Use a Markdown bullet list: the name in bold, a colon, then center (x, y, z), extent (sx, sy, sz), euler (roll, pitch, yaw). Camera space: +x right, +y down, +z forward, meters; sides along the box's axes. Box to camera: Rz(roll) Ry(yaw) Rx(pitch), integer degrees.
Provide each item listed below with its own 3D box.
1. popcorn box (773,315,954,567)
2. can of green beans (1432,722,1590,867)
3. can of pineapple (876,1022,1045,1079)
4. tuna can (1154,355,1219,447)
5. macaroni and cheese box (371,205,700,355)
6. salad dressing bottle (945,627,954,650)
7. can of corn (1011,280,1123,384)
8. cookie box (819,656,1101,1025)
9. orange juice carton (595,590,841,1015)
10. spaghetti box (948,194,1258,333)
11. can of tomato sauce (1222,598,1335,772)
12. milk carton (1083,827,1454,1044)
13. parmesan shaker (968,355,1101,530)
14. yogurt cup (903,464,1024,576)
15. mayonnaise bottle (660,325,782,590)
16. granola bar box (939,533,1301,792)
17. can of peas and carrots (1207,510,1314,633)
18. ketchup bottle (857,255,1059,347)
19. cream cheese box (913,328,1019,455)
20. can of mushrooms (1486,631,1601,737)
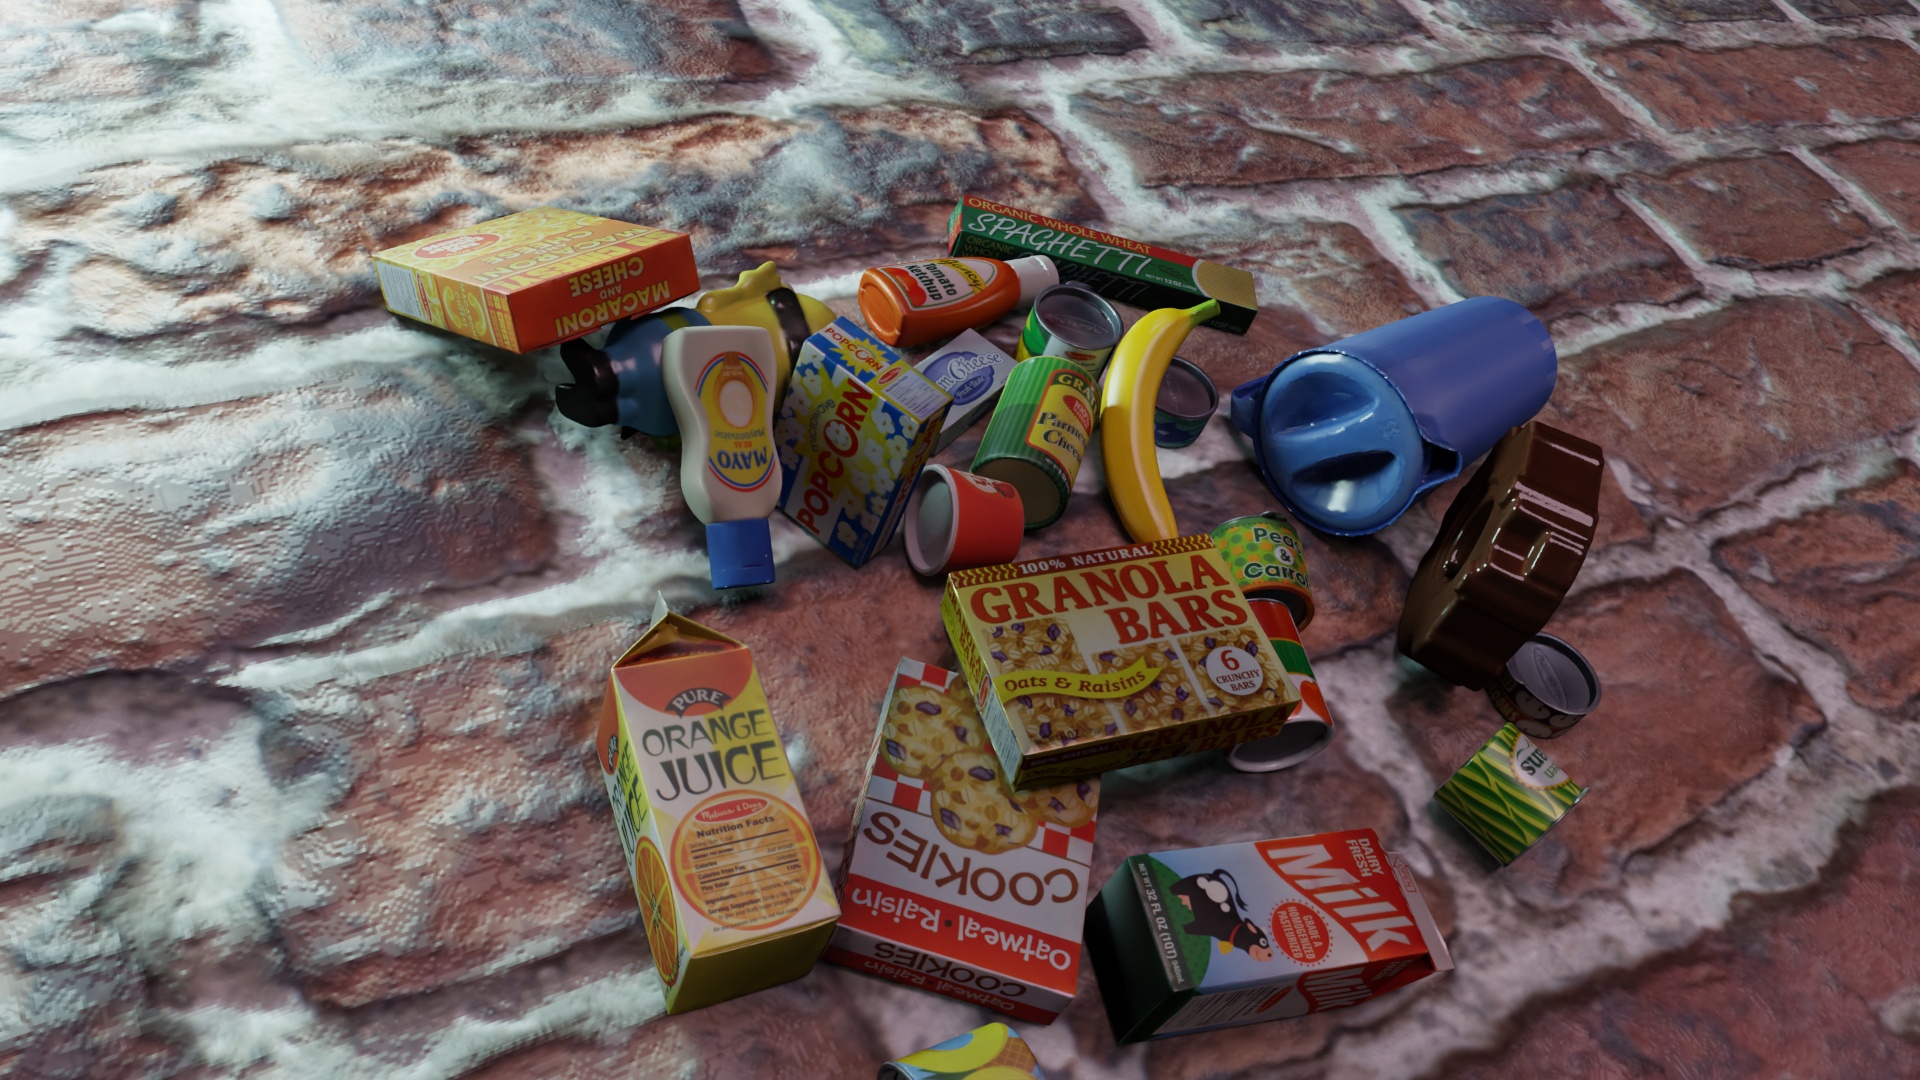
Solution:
- **popcorn box**: center (-0.065, -0.055, 0.817), extent (0.085, 0.126, 0.038), euler (37, 44, 11)
- **can of green beans**: center (0.328, 0.152, 0.834), extent (0.071, 0.071, 0.058), euler (-28, 65, -37)
- **can of pineapple**: center (0.003, 0.256, 0.617), extent (0.058, 0.070, 0.071), euler (-11, 56, -28)
- **tuna can**: center (0.148, -0.101, 1.002), extent (0.071, 0.032, 0.071), euler (11, 48, -12)
- **macaroni and cheese box**: center (-0.257, -0.161, 0.840), extent (0.166, 0.040, 0.124), euler (20, 38, 41)
- **salad dressing bottle**: center (0.064, 0.042, 0.842), extent (0.148, 0.043, 0.064), euler (-5, 55, -23)
- **can of corn**: center (0.075, -0.141, 0.990), extent (0.071, 0.058, 0.071), euler (11, 48, -12)
- **cookie box**: center (0.006, 0.153, 0.727), extent (0.123, 0.040, 0.168), euler (18, 46, -6)
- **orange juice carton**: center (-0.128, 0.120, 0.680), extent (0.073, 0.071, 0.193), euler (-8, 55, -27)
- **spaghetti box**: center (0.113, -0.216, 1.089), extent (0.250, 0.028, 0.050), euler (13, 47, -11)
- **can of tomato sauce**: center (0.177, 0.087, 0.831), extent (0.071, 0.070, 0.083), euler (2, 52, -20)
- **milk carton**: center (0.168, 0.202, 0.724), extent (0.191, 0.073, 0.072), euler (0, 51, -22)
- **parmesan shaker**: center (0.051, -0.062, 0.911), extent (0.071, 0.071, 0.103), euler (23, 47, -2)
- **yogurt cup**: center (0.003, -0.011, 0.850), extent (0.054, 0.072, 0.073), euler (5, 49, -28)
- **mayonnaise bottle**: center (-0.132, -0.047, 0.794), extent (0.065, 0.041, 0.148), euler (-6, 87, -33)
- **granola bar box**: center (0.086, 0.063, 0.770), extent (0.166, 0.038, 0.125), euler (-8, 51, -20)
- **can of peas and carrots**: center (0.190, 0.025, 0.885), extent (0.071, 0.070, 0.059), euler (10, 49, -13)
- **ketchup bottle**: center (0.003, -0.178, 1.005), extent (0.149, 0.043, 0.065), euler (-16, 54, -32)
- **cream cheese box**: center (-0.006, -0.103, 0.950), extent (0.053, 0.024, 0.104), euler (37, 48, 13)
- **can of mushrooms**: center (0.386, 0.096, 0.927), extent (0.071, 0.033, 0.071), euler (11, 49, -13)
